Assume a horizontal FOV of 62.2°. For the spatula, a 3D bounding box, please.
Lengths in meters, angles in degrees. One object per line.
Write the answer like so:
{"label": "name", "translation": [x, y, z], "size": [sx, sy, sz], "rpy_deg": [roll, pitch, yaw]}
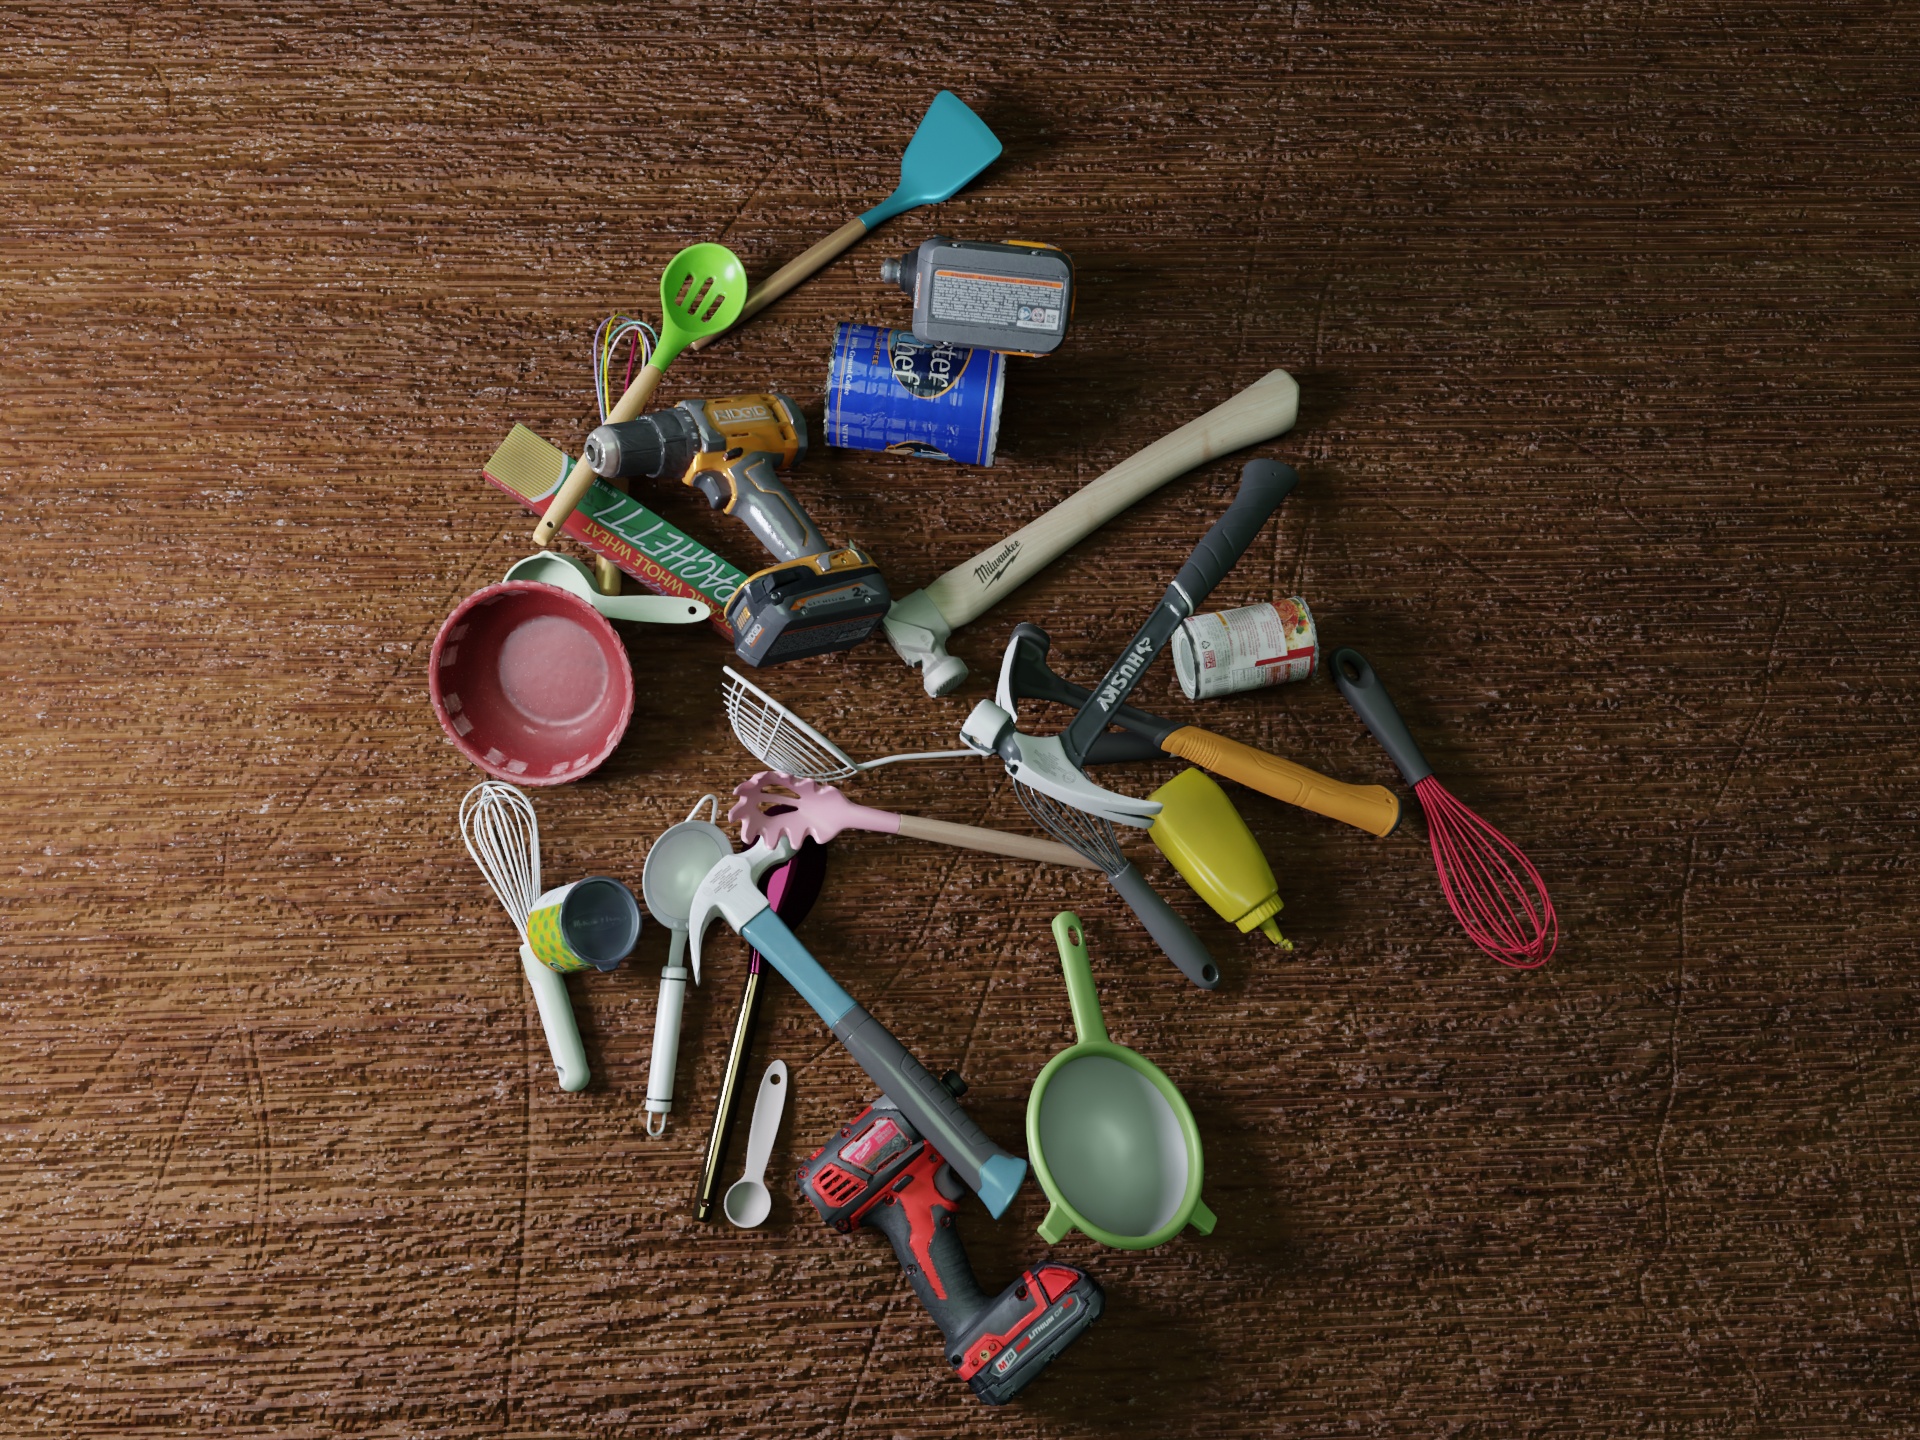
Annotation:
{"label": "spatula", "translation": [-0.107, -0.420, 1.370], "size": [0.317, 0.044, 0.082], "rpy_deg": [-39, 78, -10]}

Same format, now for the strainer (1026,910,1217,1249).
{"label": "strainer", "translation": [0.091, 0.272, 1.192], "size": [0.151, 0.069, 0.257], "rpy_deg": [7, 56, -30]}

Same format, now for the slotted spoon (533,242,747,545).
{"label": "slotted spoon", "translation": [-0.261, -0.264, 1.282], "size": [0.070, 0.031, 0.314], "rpy_deg": [32, 63, -13]}

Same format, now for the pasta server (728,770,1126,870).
{"label": "pasta server", "translation": [-0.020, 0.087, 1.220], "size": [0.316, 0.040, 0.060], "rpy_deg": [11, 103, -12]}

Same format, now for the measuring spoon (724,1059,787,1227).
{"label": "measuring spoon", "translation": [-0.149, 0.318, 1.197], "size": [0.034, 0.018, 0.124], "rpy_deg": [11, 69, 0]}

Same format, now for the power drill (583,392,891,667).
{"label": "power drill", "translation": [-0.175, -0.156, 1.243], "size": [0.185, 0.084, 0.226], "rpy_deg": [-14, 68, -38]}

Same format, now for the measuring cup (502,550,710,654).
{"label": "measuring cup", "translation": [-0.280, -0.094, 1.267], "size": [0.167, 0.038, 0.083], "rpy_deg": [3, 104, 2]}

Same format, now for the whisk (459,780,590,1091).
{"label": "whisk", "translation": [-0.326, 0.163, 1.211], "size": [0.059, 0.058, 0.246], "rpy_deg": [-12, 79, -37]}

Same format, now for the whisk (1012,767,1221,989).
{"label": "whisk", "translation": [0.125, 0.115, 1.227], "size": [0.055, 0.055, 0.239], "rpy_deg": [-41, 96, -11]}

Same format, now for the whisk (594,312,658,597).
{"label": "whisk", "translation": [-0.280, -0.220, 1.315], "size": [0.051, 0.047, 0.245], "rpy_deg": [3, 80, -4]}

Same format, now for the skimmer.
{"label": "skimmer", "translation": [-0.002, -0.004, 1.244], "size": [0.363, 0.127, 0.090], "rpy_deg": [-2, 94, -11]}

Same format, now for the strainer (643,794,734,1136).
{"label": "strainer", "translation": [-0.219, 0.185, 1.212], "size": [0.086, 0.050, 0.258], "rpy_deg": [15, 77, -45]}

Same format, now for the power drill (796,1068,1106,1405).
{"label": "power drill", "translation": [-0.001, 0.370, 1.159], "size": [0.143, 0.078, 0.220], "rpy_deg": [-39, 78, -12]}

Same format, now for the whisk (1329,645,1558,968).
{"label": "whisk", "translation": [0.378, 0.064, 1.265], "size": [0.073, 0.073, 0.296], "rpy_deg": [-26, 72, -9]}

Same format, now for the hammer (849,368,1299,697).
{"label": "hammer", "translation": [0.105, -0.185, 1.324], "size": [0.410, 0.038, 0.146], "rpy_deg": [-33, 78, -11]}

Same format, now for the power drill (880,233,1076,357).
{"label": "power drill", "translation": [0.012, -0.348, 1.277], "size": [0.164, 0.227, 0.084], "rpy_deg": [6, 109, 0]}

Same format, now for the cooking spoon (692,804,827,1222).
{"label": "cooking spoon", "translation": [-0.161, 0.220, 1.216], "size": [0.068, 0.017, 0.319], "rpy_deg": [13, 76, -4]}

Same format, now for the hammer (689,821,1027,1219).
{"label": "hammer", "translation": [-0.073, 0.225, 1.161], "size": [0.128, 0.033, 0.331], "rpy_deg": [-39, 73, -24]}

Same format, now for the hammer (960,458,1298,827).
{"label": "hammer", "translation": [0.166, -0.080, 1.222], "size": [0.149, 0.036, 0.409], "rpy_deg": [33, 54, 9]}

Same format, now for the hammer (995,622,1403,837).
{"label": "hammer", "translation": [0.188, 0.025, 1.236], "size": [0.337, 0.034, 0.127], "rpy_deg": [20, 38, -6]}
